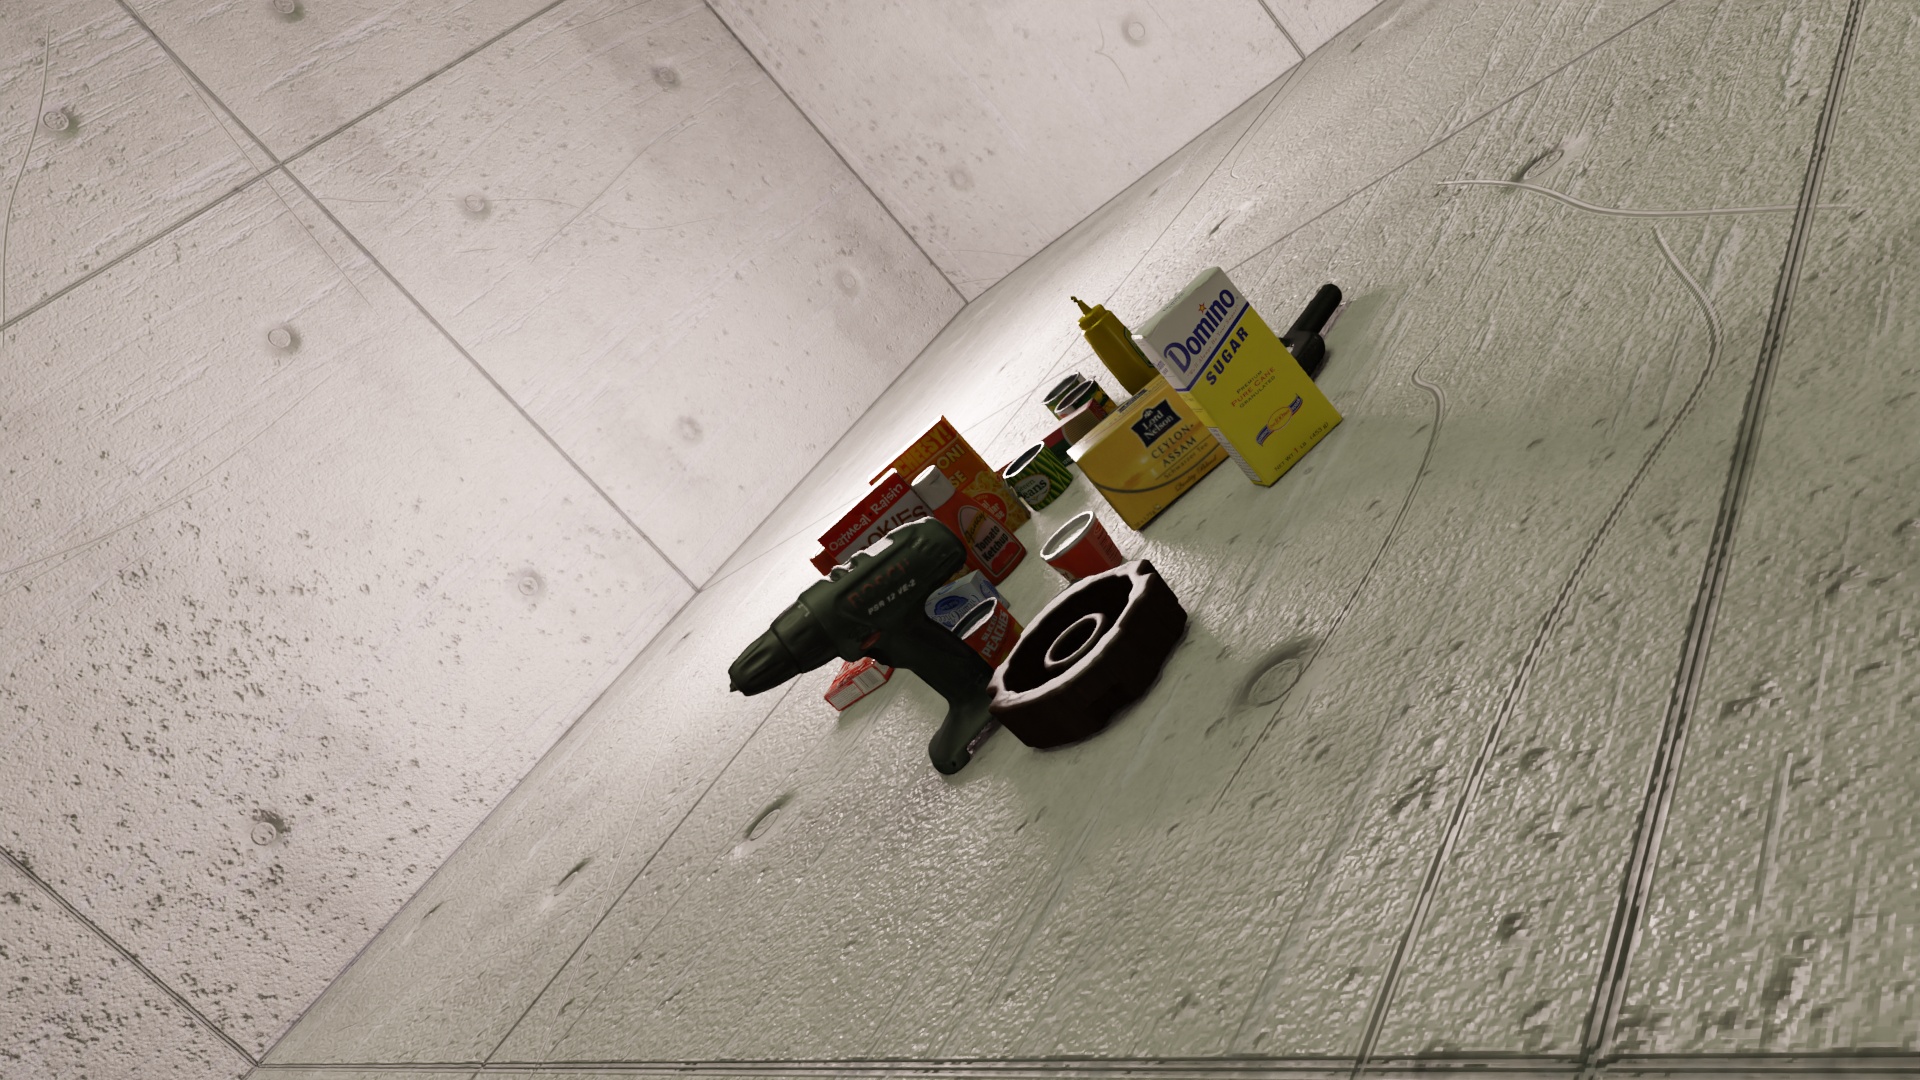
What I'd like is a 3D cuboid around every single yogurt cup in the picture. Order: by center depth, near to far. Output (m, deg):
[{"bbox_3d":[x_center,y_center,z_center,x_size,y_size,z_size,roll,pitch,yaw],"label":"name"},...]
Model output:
[{"bbox_3d":[0.120,0.013,1.345,0.072,0.054,0.072,-40,13,11],"label":"yogurt cup"}]

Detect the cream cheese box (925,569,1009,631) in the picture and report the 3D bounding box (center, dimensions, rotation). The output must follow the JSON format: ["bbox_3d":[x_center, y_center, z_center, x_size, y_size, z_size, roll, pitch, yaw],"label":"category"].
[{"bbox_3d":[0.002,0.071,1.508,0.103,0.053,0.024,-28,19,48],"label":"cream cheese box"}]

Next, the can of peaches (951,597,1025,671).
[{"bbox_3d":[0.030,0.097,1.325,0.071,0.058,0.071,-40,13,11],"label":"can of peaches"}]

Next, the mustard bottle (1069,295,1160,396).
[{"bbox_3d":[0.193,-0.250,1.754,0.048,0.160,0.065,-37,13,23],"label":"mustard bottle"}]

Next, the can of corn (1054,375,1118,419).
[{"bbox_3d":[0.168,-0.169,1.798,0.071,0.058,0.071,-40,13,11],"label":"can of corn"}]

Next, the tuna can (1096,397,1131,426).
[{"bbox_3d":[0.196,-0.138,1.668,0.071,0.033,0.071,-40,13,11],"label":"tuna can"}]

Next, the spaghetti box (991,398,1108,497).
[{"bbox_3d":[0.094,-0.099,1.806,0.249,0.050,0.029,-33,15,35],"label":"spaghetti box"}]

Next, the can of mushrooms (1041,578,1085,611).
[{"bbox_3d":[0.105,0.066,1.257,0.071,0.033,0.071,-40,13,11],"label":"can of mushrooms"}]

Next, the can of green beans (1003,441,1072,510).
[{"bbox_3d":[0.096,-0.079,1.714,0.071,0.057,0.071,-40,13,11],"label":"can of green beans"}]

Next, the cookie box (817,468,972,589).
[{"bbox_3d":[-0.068,0.016,1.641,0.123,0.167,0.040,-42,12,0],"label":"cookie box"}]

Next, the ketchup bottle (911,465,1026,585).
[{"bbox_3d":[0.006,-0.020,1.581,0.065,0.148,0.043,-47,13,-22],"label":"ketchup bottle"}]

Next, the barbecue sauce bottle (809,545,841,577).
[{"bbox_3d":[-0.121,0.065,1.681,0.043,0.148,0.065,-33,15,38],"label":"barbecue sauce bottle"}]

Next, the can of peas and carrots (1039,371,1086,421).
[{"bbox_3d":[0.154,-0.187,1.898,0.071,0.058,0.071,-40,13,11],"label":"can of peas and carrots"}]

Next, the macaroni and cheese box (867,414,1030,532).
[{"bbox_3d":[-0.014,-0.054,1.714,0.123,0.166,0.040,-40,12,10],"label":"macaroni and cheese box"}]
